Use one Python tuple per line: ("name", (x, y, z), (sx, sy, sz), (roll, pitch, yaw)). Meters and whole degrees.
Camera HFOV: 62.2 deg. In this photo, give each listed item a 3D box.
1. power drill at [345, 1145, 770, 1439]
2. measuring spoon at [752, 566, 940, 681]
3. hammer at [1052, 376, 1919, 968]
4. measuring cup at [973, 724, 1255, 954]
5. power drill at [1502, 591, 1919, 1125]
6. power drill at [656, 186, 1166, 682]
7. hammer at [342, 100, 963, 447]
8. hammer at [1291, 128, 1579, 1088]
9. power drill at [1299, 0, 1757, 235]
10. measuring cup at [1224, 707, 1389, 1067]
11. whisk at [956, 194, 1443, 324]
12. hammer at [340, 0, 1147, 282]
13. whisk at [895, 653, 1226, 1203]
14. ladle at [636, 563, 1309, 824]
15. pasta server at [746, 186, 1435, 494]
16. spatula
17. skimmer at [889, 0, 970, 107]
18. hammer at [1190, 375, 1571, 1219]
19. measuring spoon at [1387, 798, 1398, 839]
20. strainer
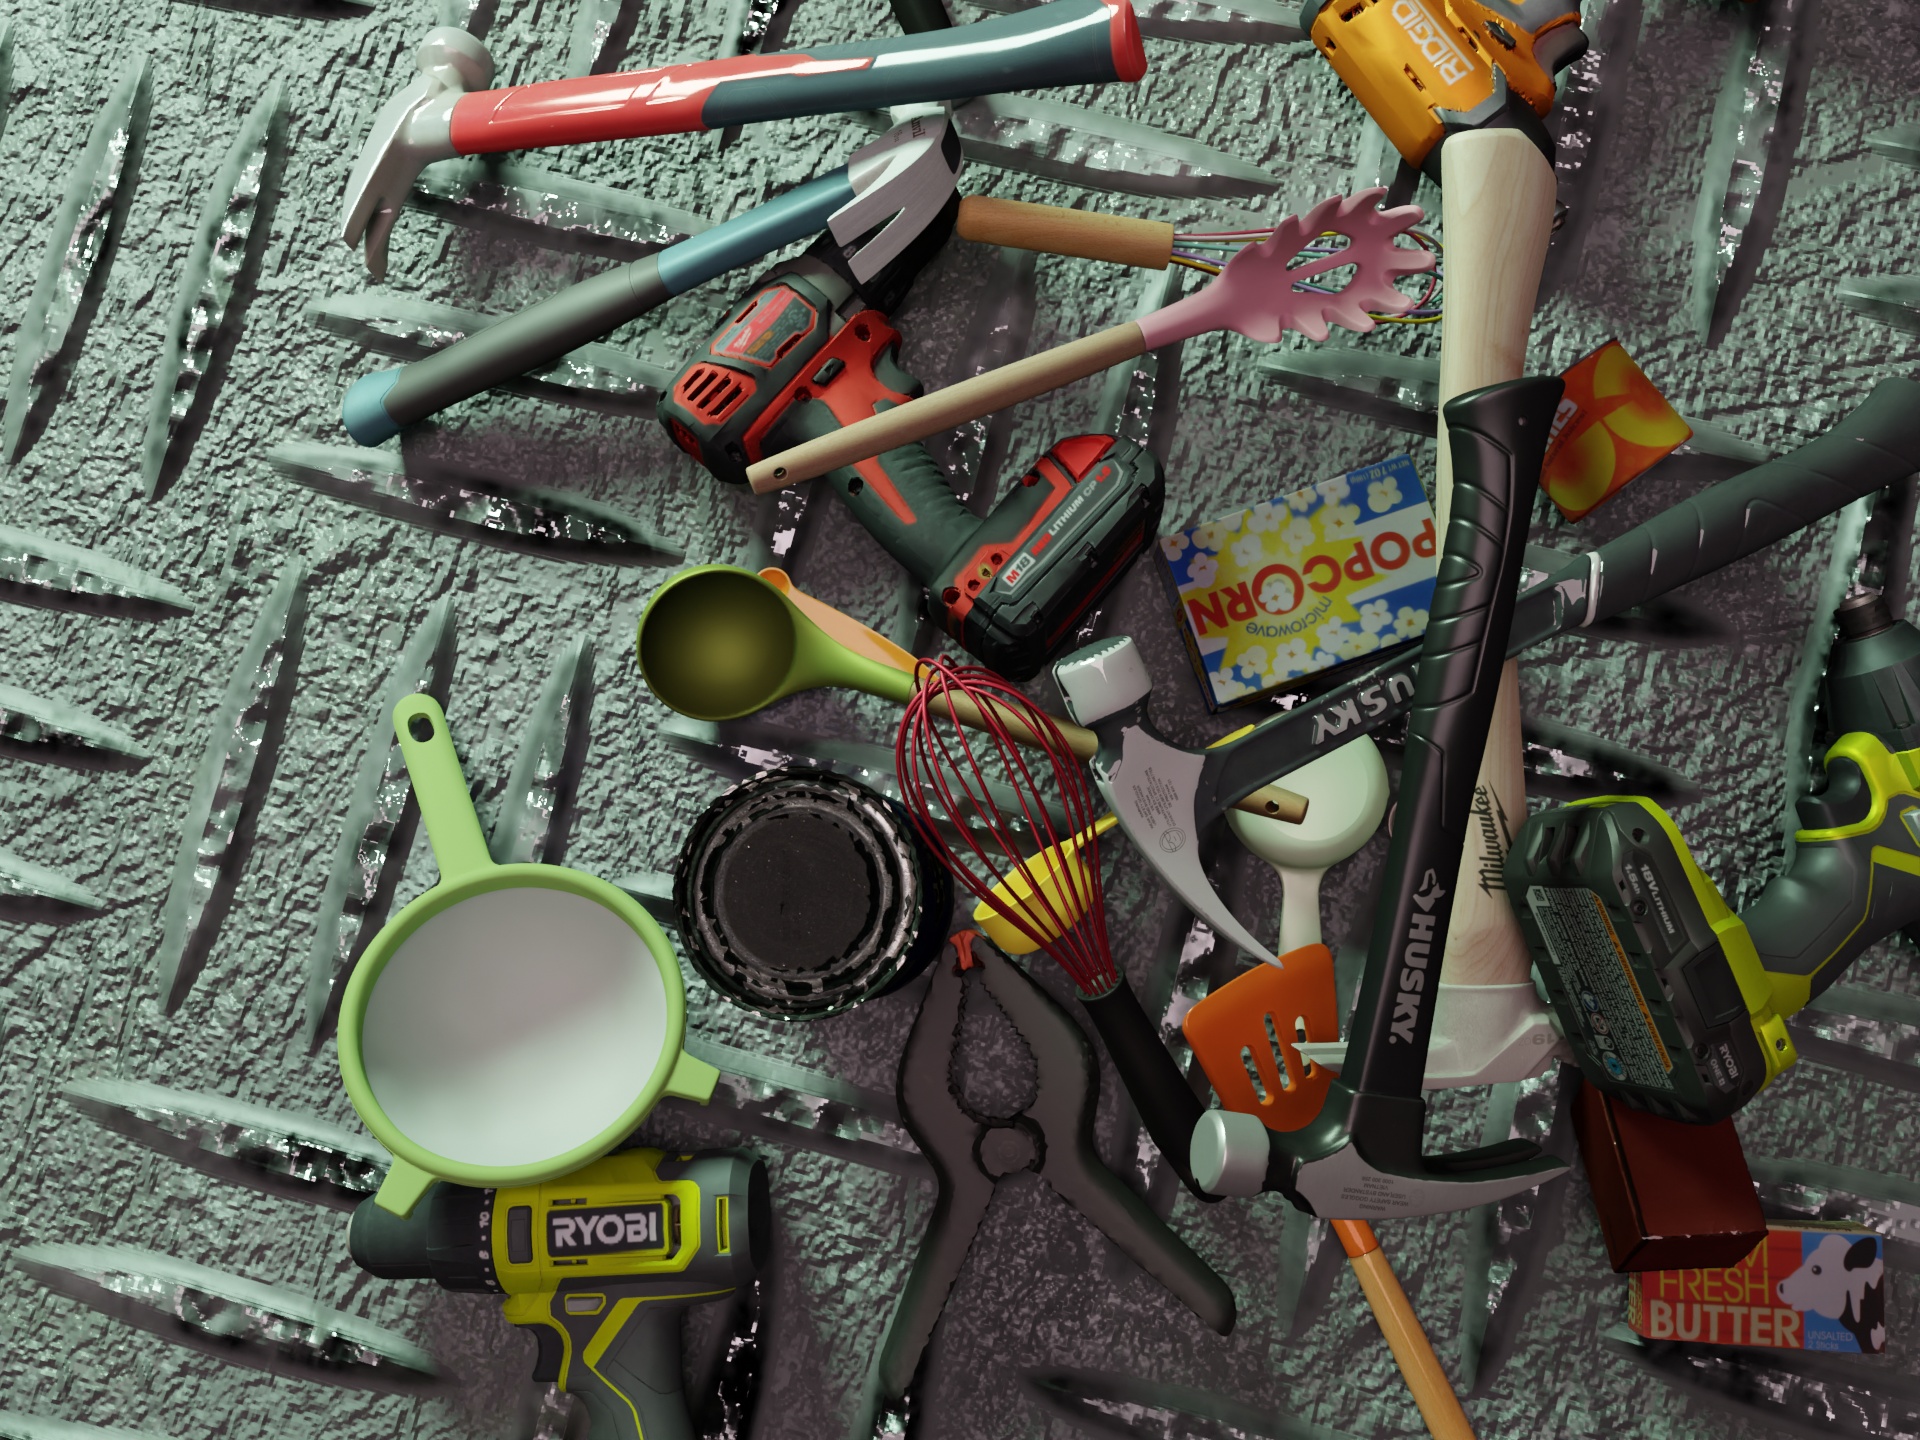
("power drill", (-0.181, 0.310, 0.718), (0.190, 0.080, 0.228), (-5, 80, 4))
("measuring spoon", (-0.052, -0.038, 0.783), (0.117, 0.011, 0.021), (34, 86, 4))
("hammer", (0.247, -0.041, 0.663), (0.409, 0.036, 0.149), (-26, 98, -8))
("measuring cup", (0.077, 0.056, 0.733), (0.156, 0.062, 0.029), (-35, 97, 2))
("power drill", (0.351, 0.057, 0.672), (0.223, 0.080, 0.171), (-23, 91, -17))
("power drill", (-0.008, -0.149, 0.759), (0.227, 0.080, 0.188), (39, 81, 12))
("hammer", (-0.153, -0.210, 0.766), (0.331, 0.033, 0.128), (-21, 41, 13))
("hammer", (0.217, -0.045, 0.692), (0.146, 0.038, 0.410), (-2, 93, -12))
("power drill", (0.300, -0.343, 0.755), (0.226, 0.084, 0.164), (-35, 82, 4))
("measuring cup", (0.159, 0.076, 0.734), (0.083, 0.038, 0.168), (1, 81, 5))
("whisk", (0.120, -0.223, 0.752), (0.245, 0.051, 0.047), (7, 98, -3))
("hammer", (-0.108, -0.278, 0.730), (0.386, 0.038, 0.143), (2, 62, 21))
("whisk", (0.052, 0.098, 0.681), (0.073, 0.073, 0.295), (-28, 110, 1))
("ladle", (-0.001, -0.002, 0.723), (0.320, 0.062, 0.078), (17, 112, 16))
("pasta server", (0.056, -0.160, 0.701), (0.316, 0.040, 0.060), (-21, 107, -5))
("spatula", (0.194, 0.260, 0.708), (0.081, 0.041, 0.323), (-23, 83, -18))
("skimmer", (-0.057, -0.490, 0.795), (0.127, 0.090, 0.363), (-19, 83, -29))
("hammer", (0.191, 0.030, 0.622), (0.146, 0.035, 0.335), (10, 92, -12))
("measuring spoon", (0.234, 0.089, 0.742), (0.034, 0.018, 0.124), (-26, 88, -2))
("strainer", (-0.224, 0.104, 0.756), (0.151, 0.069, 0.257), (-18, 62, -18))
